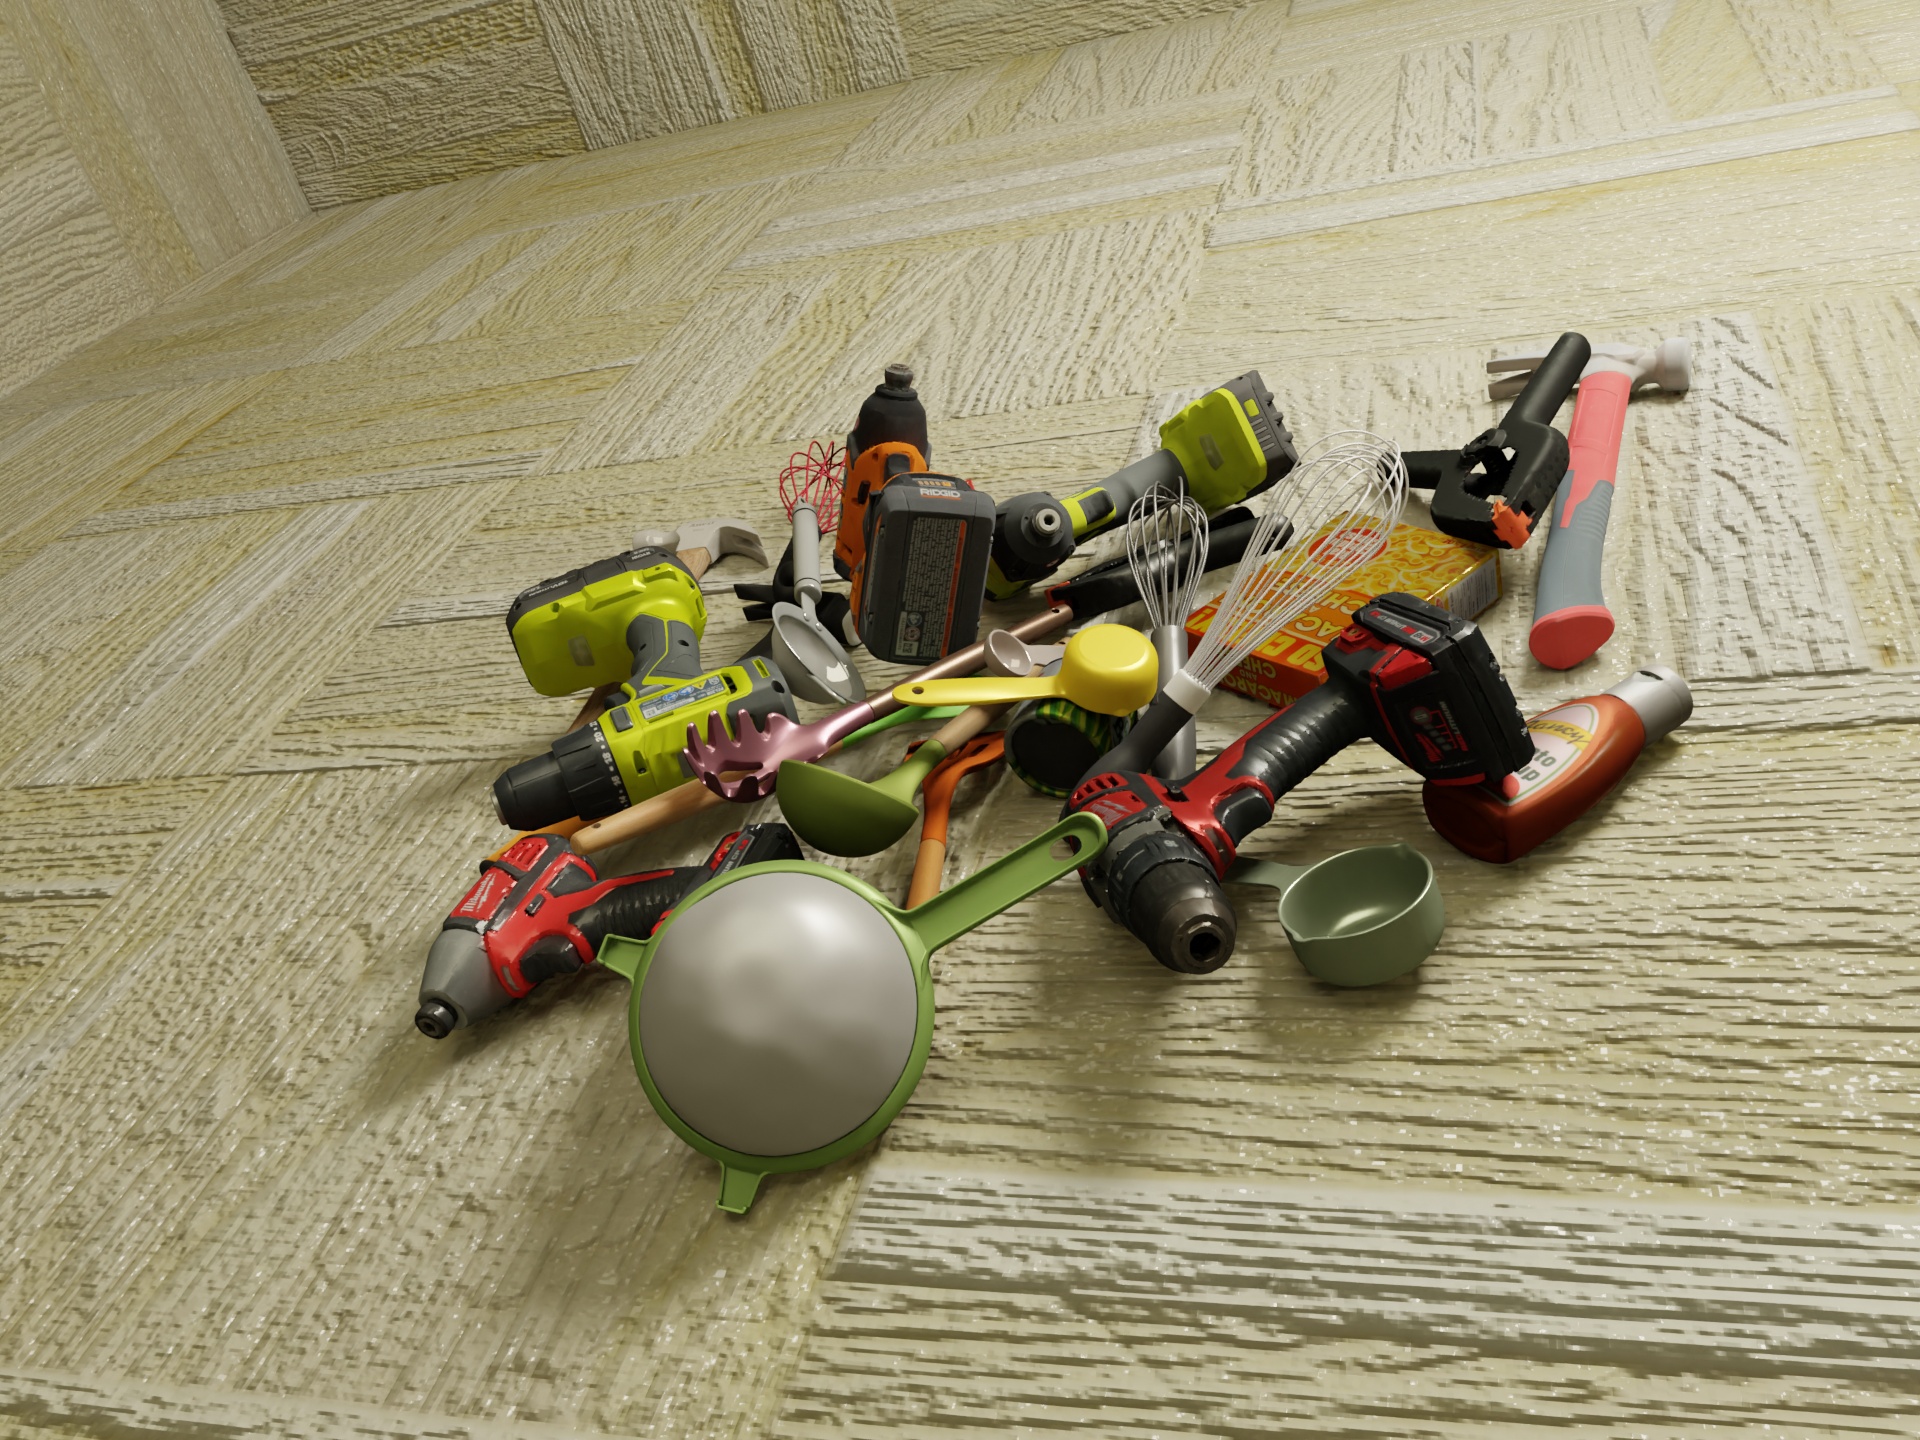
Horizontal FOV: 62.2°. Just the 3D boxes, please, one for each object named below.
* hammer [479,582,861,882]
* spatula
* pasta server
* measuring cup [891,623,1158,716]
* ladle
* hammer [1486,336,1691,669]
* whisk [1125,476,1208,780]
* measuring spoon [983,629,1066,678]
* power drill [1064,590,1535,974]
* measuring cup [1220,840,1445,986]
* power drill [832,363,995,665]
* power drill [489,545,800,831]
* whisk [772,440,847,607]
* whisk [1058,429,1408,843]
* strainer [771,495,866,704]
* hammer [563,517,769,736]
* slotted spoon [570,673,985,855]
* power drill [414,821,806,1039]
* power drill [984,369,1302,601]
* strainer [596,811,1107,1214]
[{"bbox_3d":[-0.206,0.006,1.106,0.127,0.034,0.337,11,42,36],"label":"hammer"},{"bbox_3d":[-0.016,0.095,0.894,0.081,0.041,0.323,-7,38,14],"label":"spatula"},{"bbox_3d":[-0.037,-0.020,0.969,0.060,0.040,0.316,37,45,28],"label":"pasta server"},{"bbox_3d":[0.038,-0.028,0.909,0.156,0.029,0.062,-4,42,-11],"label":"measuring cup"},{"bbox_3d":[-0.002,-0.003,0.945,0.078,0.062,0.320,16,29,24],"label":"ladle"},{"bbox_3d":[0.401,-0.156,1.061,0.143,0.038,0.386,0,36,28],"label":"hammer"},{"bbox_3d":[0.128,-0.051,0.965,0.055,0.055,0.239,-7,56,16],"label":"whisk"},{"bbox_3d":[0.055,-0.035,1.007,0.018,0.124,0.034,-40,63,31],"label":"measuring spoon"},{"bbox_3d":[0.164,0.035,0.792,0.226,0.080,0.188,-31,17,1],"label":"power drill"},{"bbox_3d":[0.171,0.094,0.803,0.083,0.038,0.168,-36,20,-25],"label":"measuring cup"},{"bbox_3d":[-0.039,-0.147,1.102,0.084,0.164,0.227,3,24,-14],"label":"power drill"},{"bbox_3d":[-0.227,-0.019,1.050,0.190,0.080,0.229,-21,36,-13],"label":"power drill"},{"bbox_3d":[-0.119,-0.156,1.263,0.073,0.073,0.296,-12,28,8],"label":"whisk"},{"bbox_3d":[0.146,-0.041,0.883,0.284,0.070,0.070,-51,32,11],"label":"whisk"},{"bbox_3d":[-0.105,-0.081,1.094,0.050,0.086,0.259,-36,35,21],"label":"strainer"},{"bbox_3d":[-0.239,-0.070,1.240,0.130,0.031,0.332,-8,34,16],"label":"hammer"},{"bbox_3d":[-0.094,0.020,0.958,0.313,0.031,0.070,-23,29,-37],"label":"slotted spoon"},{"bbox_3d":[-0.197,0.123,0.889,0.220,0.078,0.143,-4,33,26],"label":"power drill"},{"bbox_3d":[0.114,-0.157,1.107,0.223,0.080,0.171,-27,1,-11],"label":"power drill"},{"bbox_3d":[-0.044,0.107,0.747,0.256,0.069,0.152,-30,72,-3],"label":"strainer"}]
